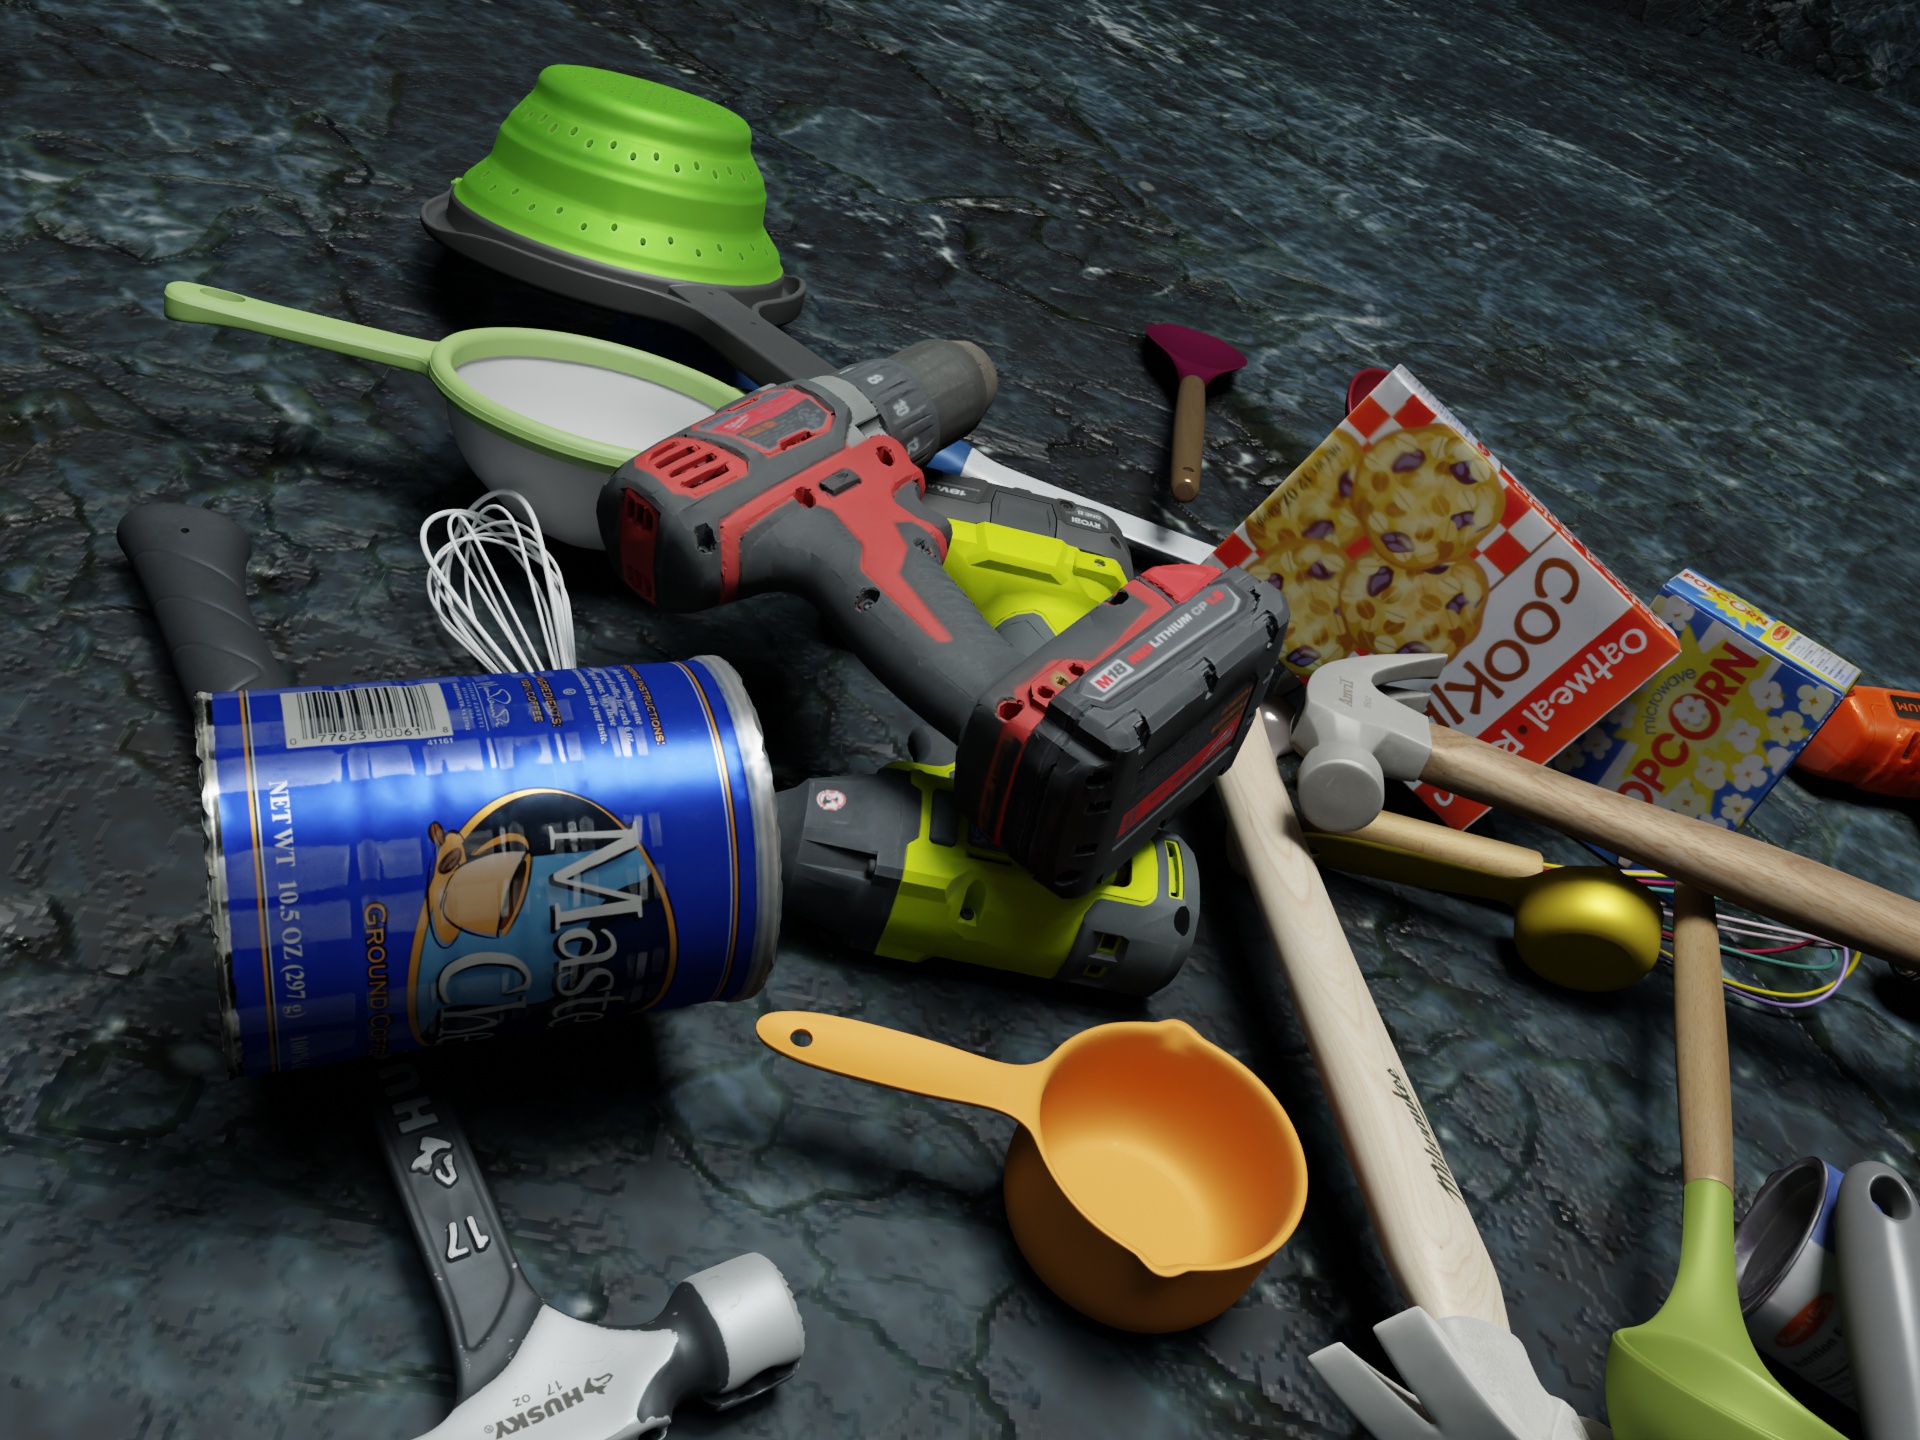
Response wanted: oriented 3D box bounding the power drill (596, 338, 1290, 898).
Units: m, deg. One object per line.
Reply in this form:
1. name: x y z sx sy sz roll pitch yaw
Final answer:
1. power drill: 0.006 -0.059 0.584 0.227 0.080 0.188 36 49 22

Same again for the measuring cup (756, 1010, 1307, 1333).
1. measuring cup: 0.017 0.132 0.494 0.173 0.052 0.095 16 38 -1

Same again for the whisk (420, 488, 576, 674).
1. whisk: -0.146 0.001 0.589 0.057 0.059 0.247 17 32 -51

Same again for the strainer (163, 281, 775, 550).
1. strainer: -0.208 -0.125 0.683 0.256 0.069 0.152 13 26 -11

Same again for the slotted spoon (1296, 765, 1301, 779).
1. slotted spoon: 0.242 -0.040 0.817 0.070 0.031 0.314 36 42 16

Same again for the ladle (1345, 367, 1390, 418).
1. ladle: 0.292 -0.063 0.825 0.069 0.031 0.316 -12 59 -32

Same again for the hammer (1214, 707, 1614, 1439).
1. hammer: 0.119 0.069 0.569 0.146 0.038 0.411 42 23 -34

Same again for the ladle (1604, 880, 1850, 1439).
1. ladle: 0.254 0.131 0.528 0.078 0.062 0.320 25 36 7

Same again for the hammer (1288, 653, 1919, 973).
1. hammer: 0.288 0.051 0.622 0.331 0.031 0.130 21 29 2

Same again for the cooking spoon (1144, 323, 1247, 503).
1. cooking spoon: 0.132 -0.185 0.918 0.069 0.017 0.319 18 28 0

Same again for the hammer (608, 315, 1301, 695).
1. hammer: 0.012 -0.125 0.812 0.405 0.035 0.144 21 38 3

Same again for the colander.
1. colander: -0.126 -0.244 0.789 0.204 0.094 0.398 -5 34 -40

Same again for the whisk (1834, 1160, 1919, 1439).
1. whisk: 0.262 0.235 0.436 0.055 0.055 0.239 17 54 -3

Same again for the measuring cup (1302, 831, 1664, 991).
1. measuring cup: 0.206 0.076 0.651 0.156 0.062 0.029 13 51 9

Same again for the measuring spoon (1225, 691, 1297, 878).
1. measuring spoon: 0.133 0.024 0.698 0.034 0.018 0.124 21 39 1

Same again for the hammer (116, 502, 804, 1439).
1. hammer: -0.207 0.057 0.504 0.149 0.036 0.409 -13 48 -33

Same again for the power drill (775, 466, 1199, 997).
1. power drill: -0.001 -0.002 0.629 0.171 0.080 0.223 12 42 -9

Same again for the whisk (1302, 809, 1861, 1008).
1. whisk: 0.268 0.069 0.684 0.245 0.047 0.051 15 39 0
